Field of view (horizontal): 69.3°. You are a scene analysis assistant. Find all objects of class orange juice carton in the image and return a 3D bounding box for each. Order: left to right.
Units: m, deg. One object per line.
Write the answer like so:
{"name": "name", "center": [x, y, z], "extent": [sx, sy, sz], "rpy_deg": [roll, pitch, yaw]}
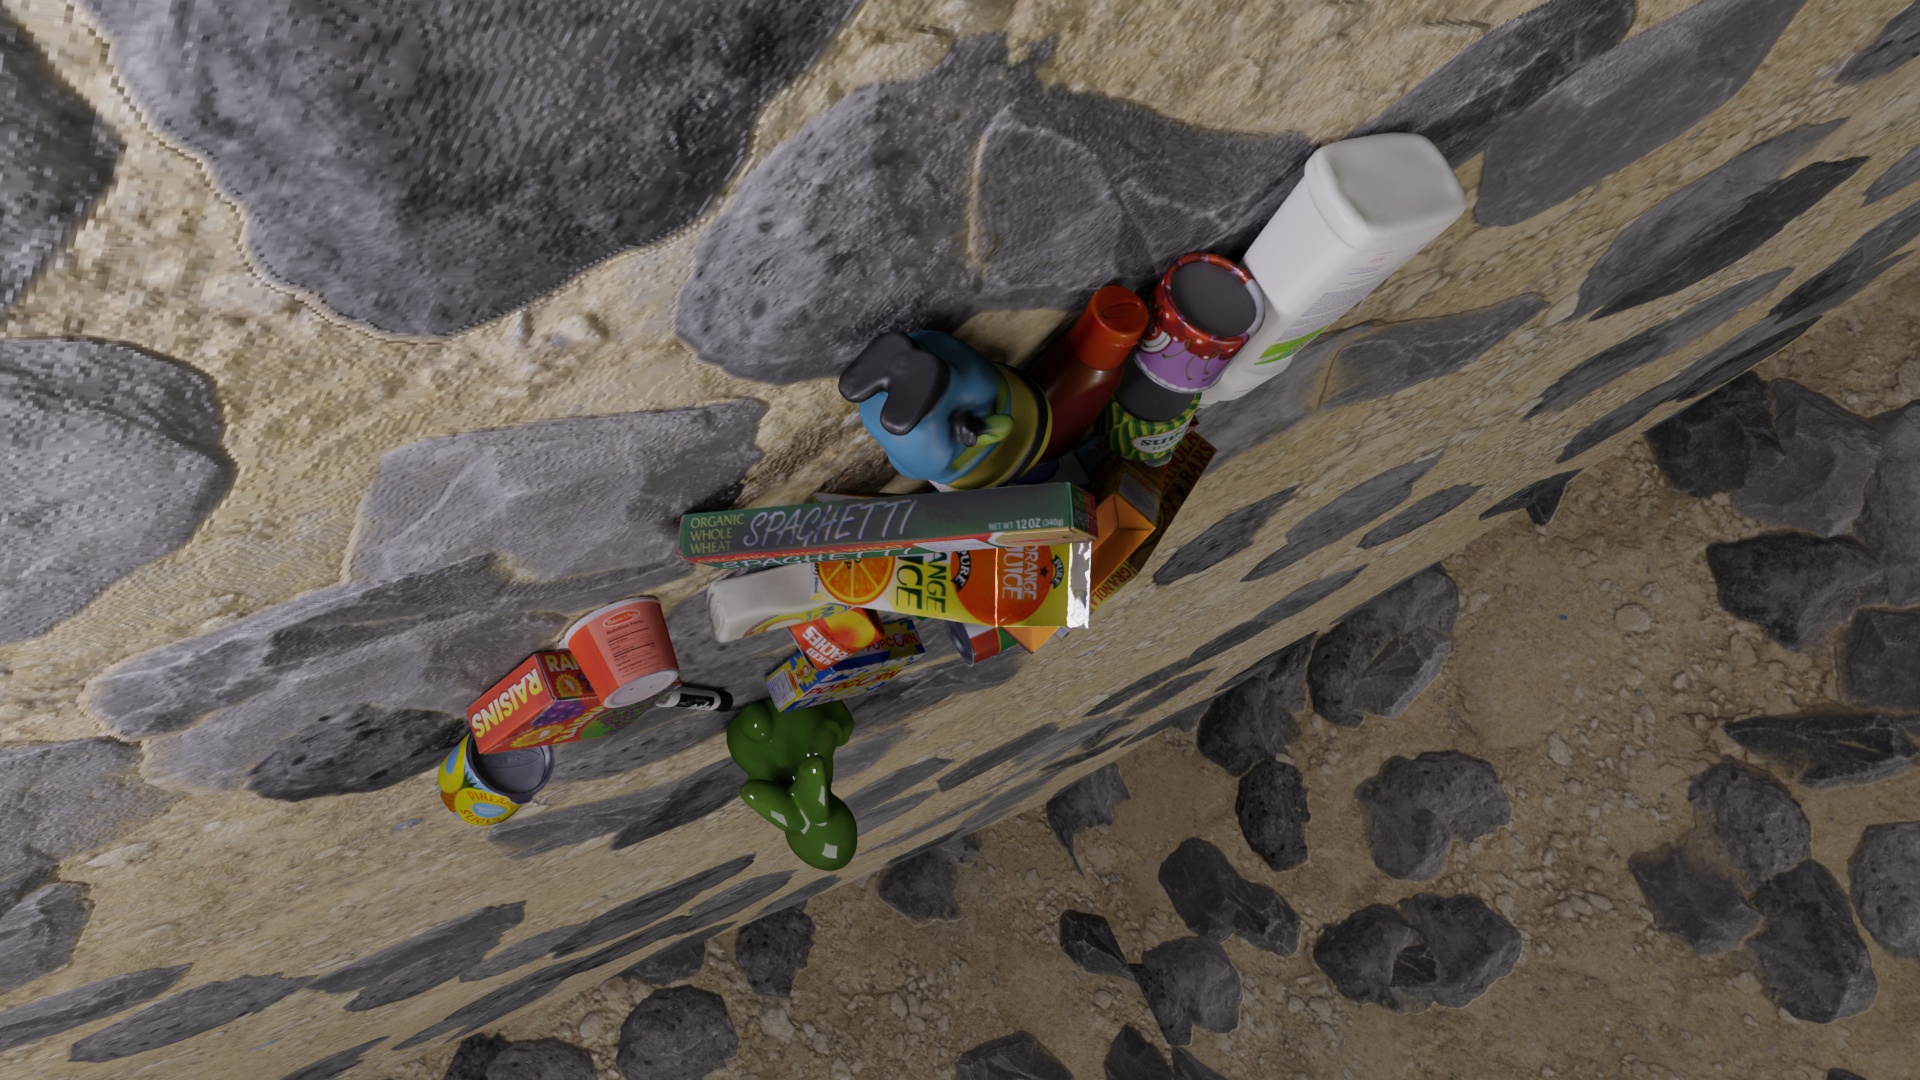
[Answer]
{"name": "orange juice carton", "center": [-0.001, 0.010, 0.878], "extent": [0.192, 0.071, 0.073], "rpy_deg": [6, -174, 35]}

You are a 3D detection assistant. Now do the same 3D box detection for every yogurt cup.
{"name": "yogurt cup", "center": [-0.225, 0.077, 0.936], "extent": [0.072, 0.054, 0.072], "rpy_deg": [-26, 164, -8]}

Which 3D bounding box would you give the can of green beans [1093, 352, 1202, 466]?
{"name": "can of green beans", "center": [0.125, -0.094, 0.935], "extent": [0.071, 0.071, 0.057], "rpy_deg": [-24, 163, -10]}

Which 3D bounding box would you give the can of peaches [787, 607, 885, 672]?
{"name": "can of peaches", "center": [-0.097, 0.060, 1.056], "extent": [0.058, 0.071, 0.071], "rpy_deg": [-28, 164, 1]}

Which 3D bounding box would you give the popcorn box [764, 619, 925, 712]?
{"name": "popcorn box", "center": [-0.105, 0.114, 1.272], "extent": [0.085, 0.038, 0.127], "rpy_deg": [-39, 160, 35]}

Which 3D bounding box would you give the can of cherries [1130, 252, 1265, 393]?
{"name": "can of cherries", "center": [0.141, -0.133, 0.844], "extent": [0.072, 0.071, 0.058], "rpy_deg": [-19, 162, -24]}

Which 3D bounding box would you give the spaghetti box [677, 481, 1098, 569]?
{"name": "spaghetti box", "center": [-0.047, -0.007, 0.813], "extent": [0.250, 0.029, 0.050], "rpy_deg": [-4, 170, 21]}

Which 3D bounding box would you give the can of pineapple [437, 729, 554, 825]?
{"name": "can of pineapple", "center": [-0.340, 0.169, 1.015], "extent": [0.071, 0.071, 0.057], "rpy_deg": [-9, 156, -48]}

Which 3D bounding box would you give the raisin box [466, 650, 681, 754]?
{"name": "raisin box", "center": [-0.275, 0.113, 0.995], "extent": [0.086, 0.040, 0.123], "rpy_deg": [-34, 162, 27]}

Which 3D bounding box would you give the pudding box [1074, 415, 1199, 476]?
{"name": "pudding box", "center": [0.135, -0.078, 1.066], "extent": [0.083, 0.030, 0.050], "rpy_deg": [-37, 162, 31]}

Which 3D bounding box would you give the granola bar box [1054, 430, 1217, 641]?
{"name": "granola bar box", "center": [0.133, -0.008, 1.136], "extent": [0.166, 0.039, 0.123], "rpy_deg": [-52, -178, -39]}

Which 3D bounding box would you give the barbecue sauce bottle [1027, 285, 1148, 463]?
{"name": "barbecue sauce bottle", "center": [0.072, -0.102, 0.869], "extent": [0.065, 0.044, 0.147], "rpy_deg": [-18, 161, -26]}

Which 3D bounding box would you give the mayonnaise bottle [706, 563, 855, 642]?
{"name": "mayonnaise bottle", "center": [-0.104, 0.036, 0.991], "extent": [0.148, 0.041, 0.064], "rpy_deg": [-12, 165, -20]}

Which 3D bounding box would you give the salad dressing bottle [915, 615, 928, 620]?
{"name": "salad dressing bottle", "center": [0.022, 0.018, 1.163], "extent": [0.147, 0.044, 0.064], "rpy_deg": [-28, 166, 5]}

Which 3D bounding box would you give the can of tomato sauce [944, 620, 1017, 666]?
{"name": "can of tomato sauce", "center": [0.033, 0.072, 1.309], "extent": [0.083, 0.071, 0.071], "rpy_deg": [-23, 164, -15]}

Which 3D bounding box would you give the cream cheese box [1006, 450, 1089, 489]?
{"name": "cream cheese box", "center": [0.038, -0.050, 0.957], "extent": [0.104, 0.053, 0.024], "rpy_deg": [-13, 159, -41]}

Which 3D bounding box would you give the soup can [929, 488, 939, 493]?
{"name": "soup can", "center": [0.004, -0.013, 1.003], "extent": [0.084, 0.071, 0.071], "rpy_deg": [-28, 164, 6]}

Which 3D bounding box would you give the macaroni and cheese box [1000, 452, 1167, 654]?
{"name": "macaroni and cheese box", "center": [0.087, -0.003, 0.976], "extent": [0.123, 0.040, 0.167], "rpy_deg": [-47, -176, 20]}
